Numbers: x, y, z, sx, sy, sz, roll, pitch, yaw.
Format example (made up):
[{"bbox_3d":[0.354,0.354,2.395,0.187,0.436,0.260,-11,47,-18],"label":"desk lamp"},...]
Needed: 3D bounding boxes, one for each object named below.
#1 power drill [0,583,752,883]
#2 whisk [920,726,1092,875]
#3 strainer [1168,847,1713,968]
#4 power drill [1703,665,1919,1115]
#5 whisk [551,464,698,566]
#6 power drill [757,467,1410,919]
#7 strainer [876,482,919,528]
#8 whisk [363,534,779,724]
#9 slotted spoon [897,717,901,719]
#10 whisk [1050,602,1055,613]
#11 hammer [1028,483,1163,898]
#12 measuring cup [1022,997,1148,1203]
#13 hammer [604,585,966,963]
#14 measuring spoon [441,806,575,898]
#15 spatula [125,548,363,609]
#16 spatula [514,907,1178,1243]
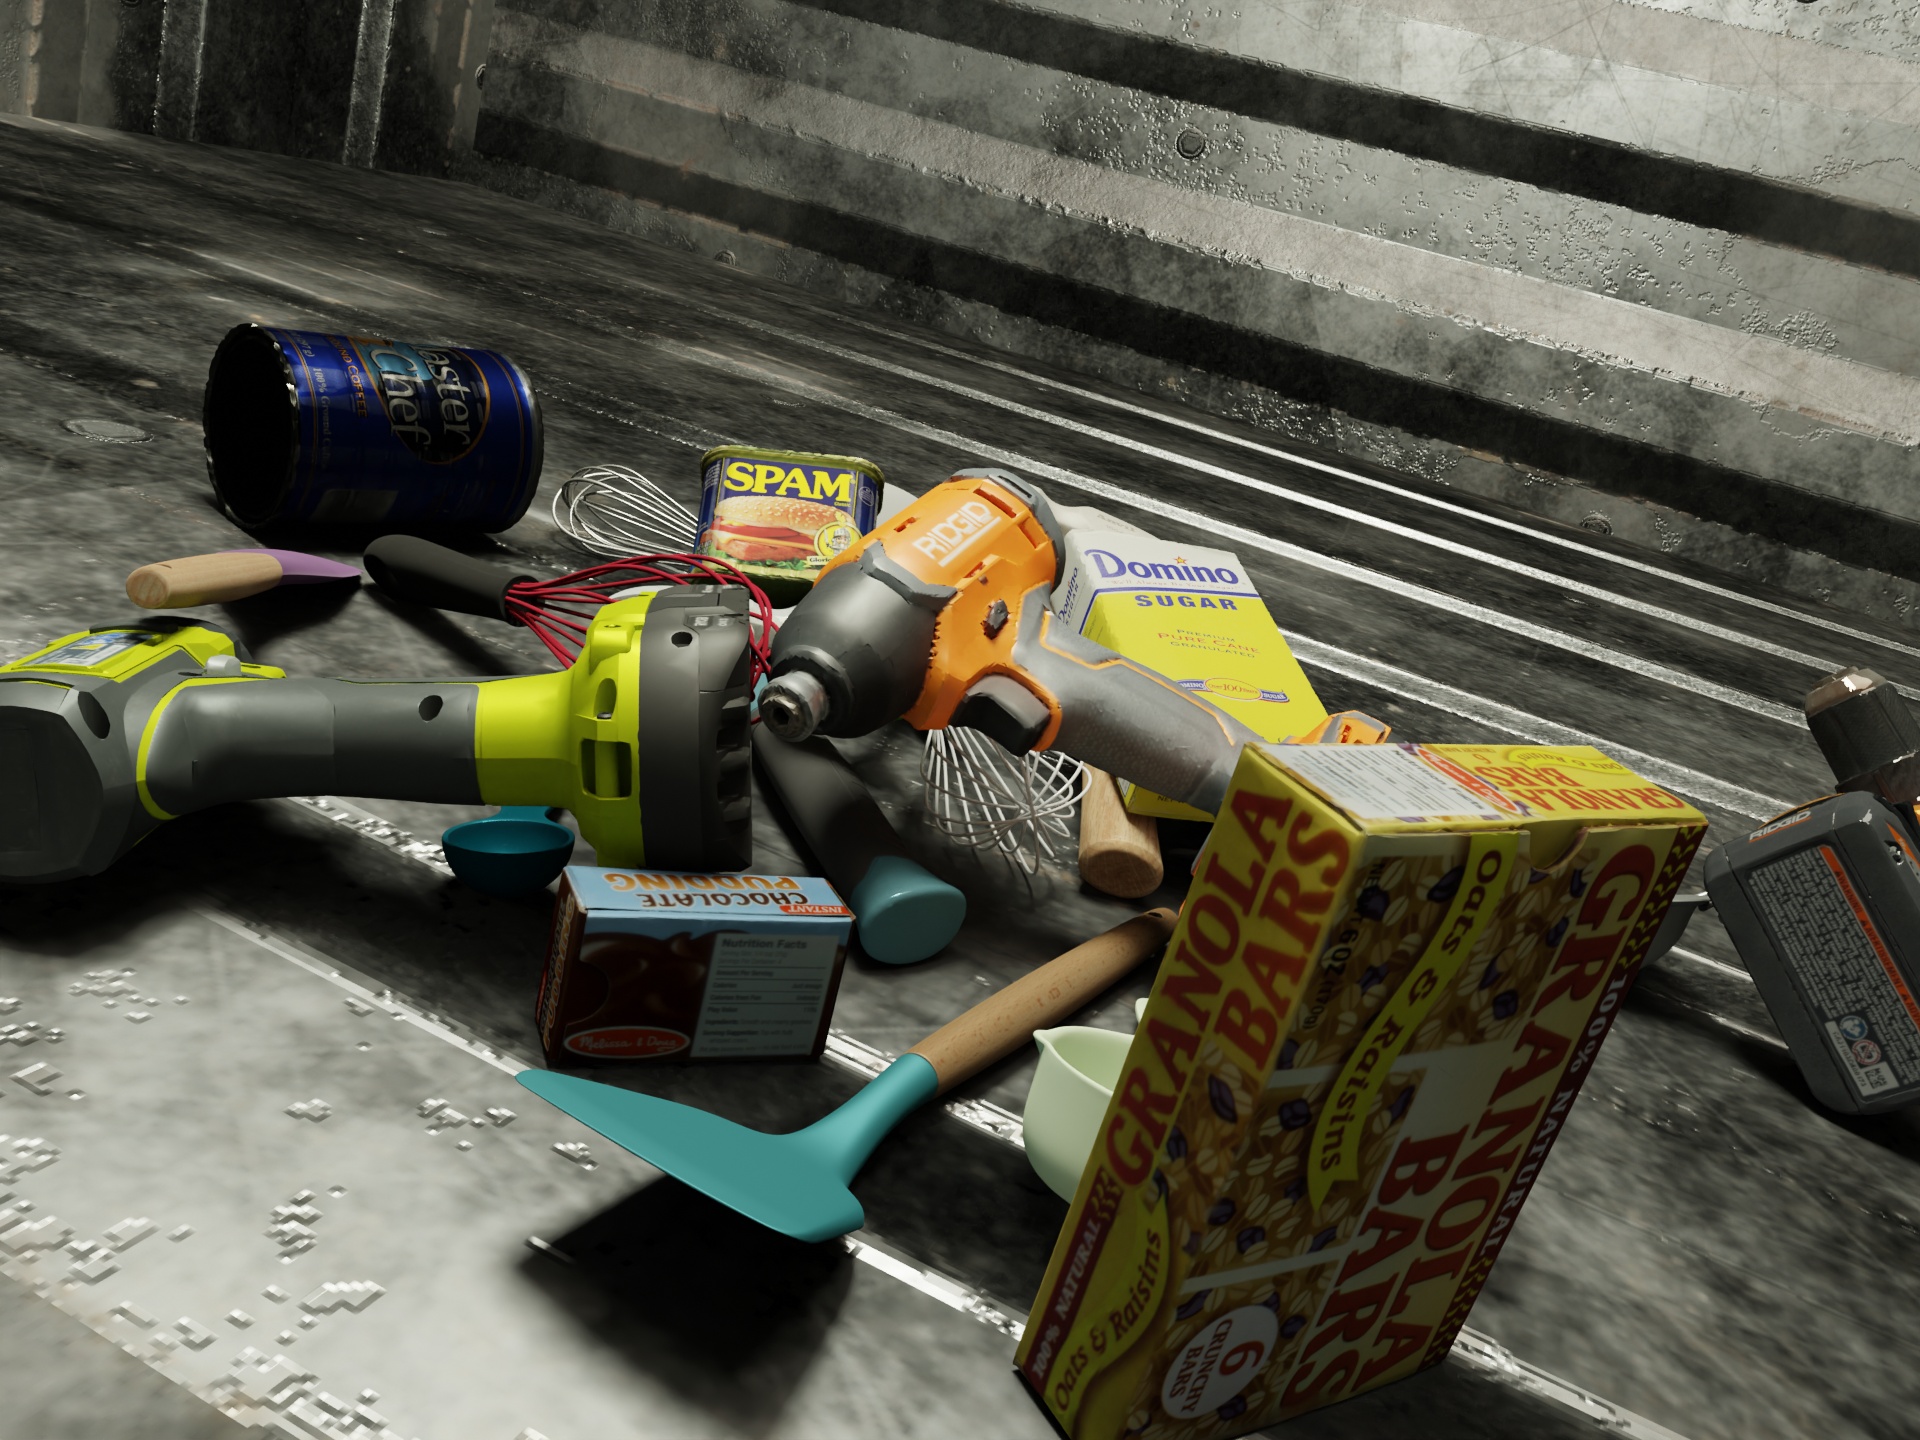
[{"bbox_3d":[-0.180,-0.002,0.512,0.223,0.080,0.171,0,13,-8],"label":"power drill"},{"bbox_3d":[-0.001,-0.003,0.737,0.070,0.070,0.285,10,14,-15],"label":"whisk"},{"bbox_3d":[0.218,0.078,0.700,0.258,0.050,0.087,9,-6,-2],"label":"strainer"},{"bbox_3d":[0.411,0.065,0.705,0.226,0.084,0.185,-6,68,-46],"label":"power drill"},{"bbox_3d":[-0.127,-0.089,0.915,0.246,0.057,0.059,23,54,13],"label":"whisk"},{"bbox_3d":[0.045,0.010,0.554,0.226,0.084,0.164,36,39,9],"label":"power drill"},{"bbox_3d":[-0.025,-0.094,0.957,0.257,0.069,0.151,27,22,37],"label":"strainer"},{"bbox_3d":[-0.177,-0.049,0.682,0.296,0.073,0.073,15,14,41],"label":"whisk"},{"bbox_3d":[-0.022,-0.048,0.773,0.070,0.031,0.314,4,17,9],"label":"slotted spoon"},{"bbox_3d":[0.099,-0.046,0.978,0.245,0.051,0.047,25,-1,39],"label":"whisk"},{"bbox_3d":[0.077,-0.023,0.783,0.130,0.031,0.332,19,31,-8],"label":"hammer"},{"bbox_3d":[0.058,0.116,0.483,0.083,0.038,0.167,19,2,5],"label":"measuring cup"},{"bbox_3d":[-0.073,0.007,0.680,0.128,0.033,0.331,7,20,-26],"label":"hammer"},{"bbox_3d":[-0.153,0.039,0.563,0.042,0.021,0.129,3,11,-7],"label":"measuring spoon"},{"bbox_3d":[-0.284,-0.059,0.630,0.059,0.018,0.316,9,5,-15],"label":"spatula"},{"bbox_3d":[0.004,0.091,0.482,0.082,0.044,0.317,20,18,26],"label":"spatula"}]
